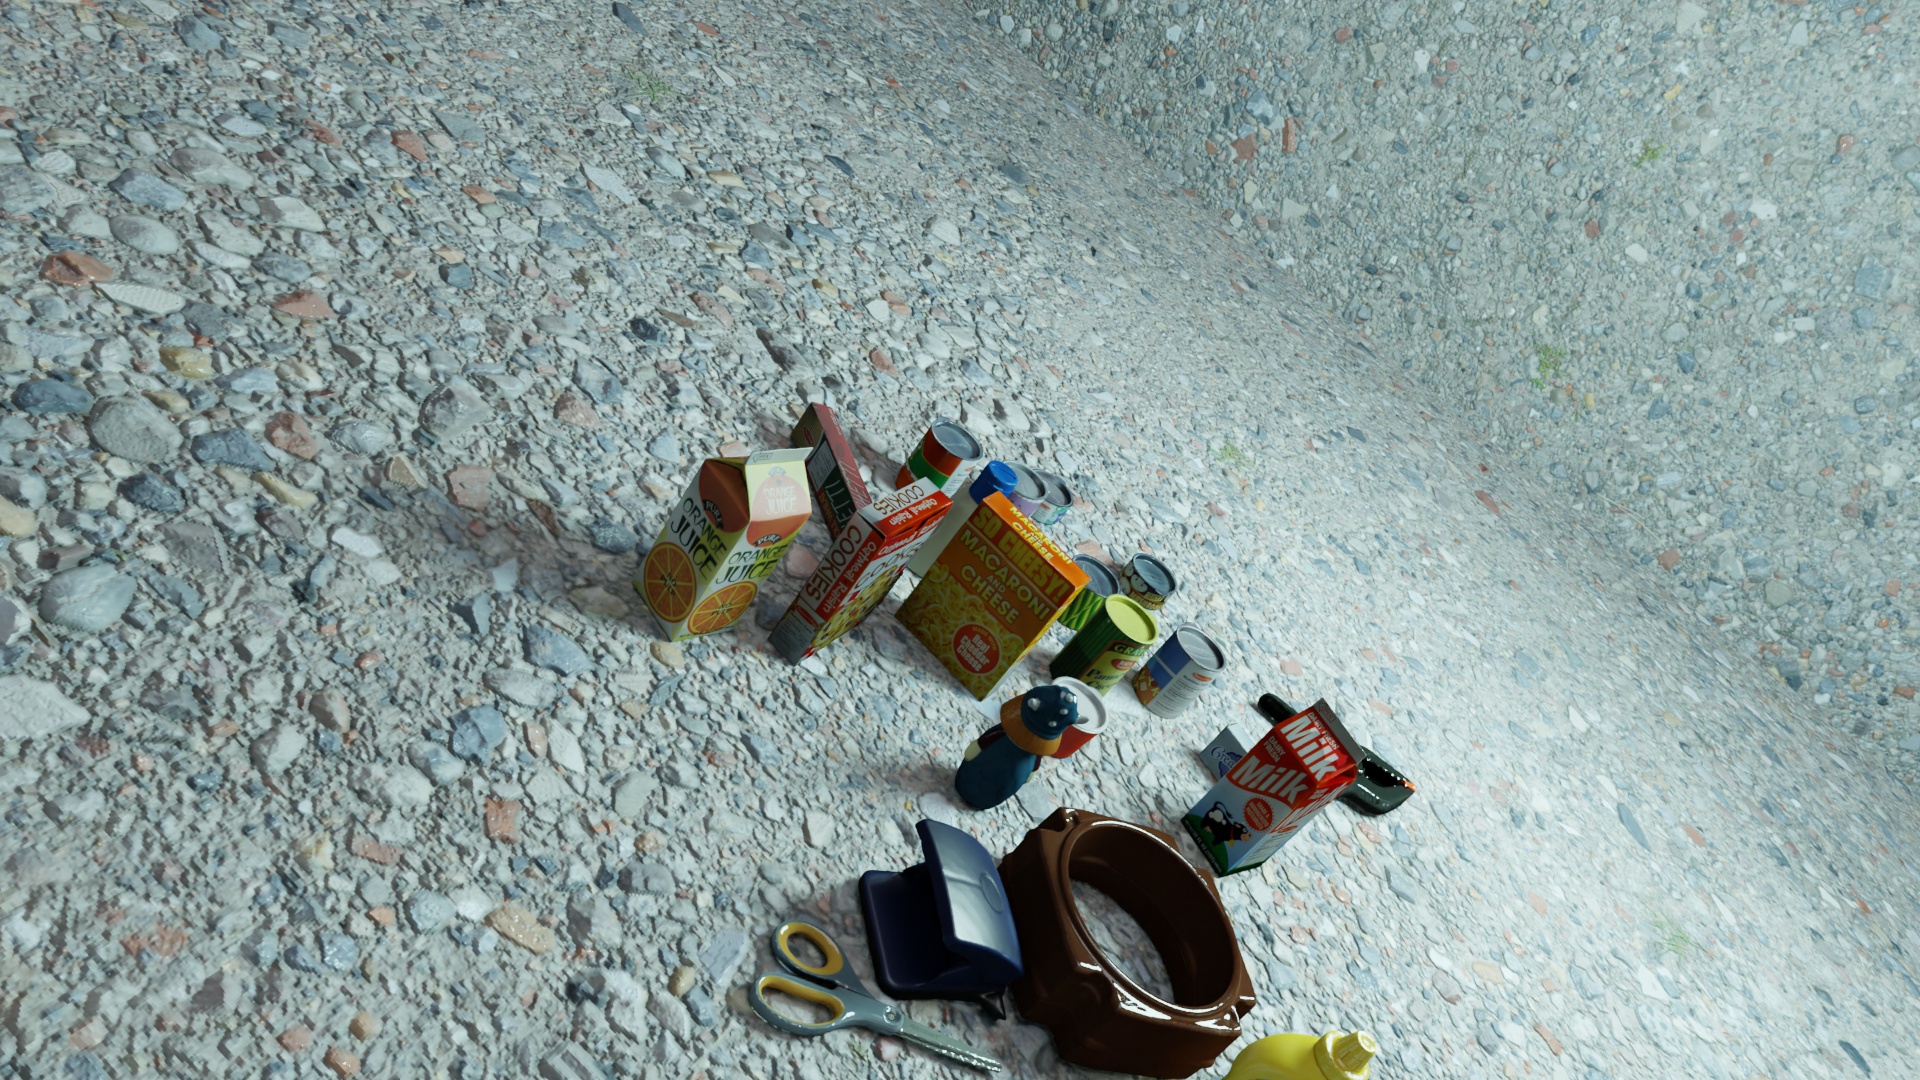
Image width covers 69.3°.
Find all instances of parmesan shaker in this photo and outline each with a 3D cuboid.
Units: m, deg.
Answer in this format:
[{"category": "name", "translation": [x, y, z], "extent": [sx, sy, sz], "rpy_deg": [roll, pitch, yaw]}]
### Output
[{"category": "parmesan shaker", "translation": [0.149, 0.114, 1.432], "extent": [0.071, 0.102, 0.072], "rpy_deg": [26, 32, -18]}]

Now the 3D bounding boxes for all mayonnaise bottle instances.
[{"category": "mayonnaise bottle", "translation": [0.005, -0.018, 1.418], "extent": [0.065, 0.147, 0.041], "rpy_deg": [30, 31, -13]}]

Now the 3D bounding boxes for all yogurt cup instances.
[{"category": "yogurt cup", "translation": [0.102, 0.175, 1.350], "extent": [0.072, 0.053, 0.073], "rpy_deg": [26, 32, -18]}]

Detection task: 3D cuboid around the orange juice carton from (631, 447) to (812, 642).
[{"category": "orange juice carton", "translation": [-0.192, -0.008, 1.160], "extent": [0.072, 0.191, 0.073], "rpy_deg": [-9, 53, -51]}]

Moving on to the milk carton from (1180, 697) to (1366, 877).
[{"category": "milk carton", "translation": [0.308, 0.238, 1.342], "extent": [0.073, 0.189, 0.072], "rpy_deg": [2, 46, -45]}]

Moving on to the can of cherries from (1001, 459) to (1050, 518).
[{"category": "can of cherries", "translation": [0.060, -0.050, 1.605], "extent": [0.071, 0.058, 0.072], "rpy_deg": [26, 32, -18]}]

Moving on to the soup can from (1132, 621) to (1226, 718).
[{"category": "soup can", "translation": [0.235, 0.140, 1.503], "extent": [0.071, 0.083, 0.072], "rpy_deg": [26, 32, -18]}]

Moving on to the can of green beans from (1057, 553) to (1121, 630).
[{"category": "can of green beans", "translation": [0.134, 0.058, 1.536], "extent": [0.071, 0.057, 0.071], "rpy_deg": [26, 32, -18]}]

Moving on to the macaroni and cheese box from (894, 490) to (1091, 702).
[{"category": "macaroni and cheese box", "translation": [0.029, 0.054, 1.328], "extent": [0.124, 0.165, 0.040], "rpy_deg": [44, 31, 11]}]

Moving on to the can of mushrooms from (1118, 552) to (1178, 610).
[{"category": "can of mushrooms", "translation": [0.225, 0.051, 1.662], "extent": [0.071, 0.033, 0.071], "rpy_deg": [26, 32, -18]}]

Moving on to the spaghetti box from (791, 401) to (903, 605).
[{"category": "spaghetti box", "translation": [-0.119, -0.041, 1.418], "extent": [0.029, 0.050, 0.251], "rpy_deg": [11, 40, -37]}]

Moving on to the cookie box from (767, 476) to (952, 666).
[{"category": "cookie box", "translation": [-0.088, 0.027, 1.243], "extent": [0.040, 0.166, 0.123], "rpy_deg": [43, 31, 9]}]

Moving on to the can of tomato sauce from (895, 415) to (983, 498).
[{"category": "can of tomato sauce", "translation": [-0.026, -0.084, 1.539], "extent": [0.071, 0.082, 0.071], "rpy_deg": [26, 32, -18]}]

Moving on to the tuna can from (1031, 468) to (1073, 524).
[{"category": "tuna can", "translation": [0.102, -0.053, 1.678], "extent": [0.071, 0.032, 0.071], "rpy_deg": [26, 32, -18]}]

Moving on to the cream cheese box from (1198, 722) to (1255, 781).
[{"category": "cream cheese box", "translation": [0.301, 0.248, 1.455], "extent": [0.024, 0.053, 0.104], "rpy_deg": [-4, 50, -49]}]
